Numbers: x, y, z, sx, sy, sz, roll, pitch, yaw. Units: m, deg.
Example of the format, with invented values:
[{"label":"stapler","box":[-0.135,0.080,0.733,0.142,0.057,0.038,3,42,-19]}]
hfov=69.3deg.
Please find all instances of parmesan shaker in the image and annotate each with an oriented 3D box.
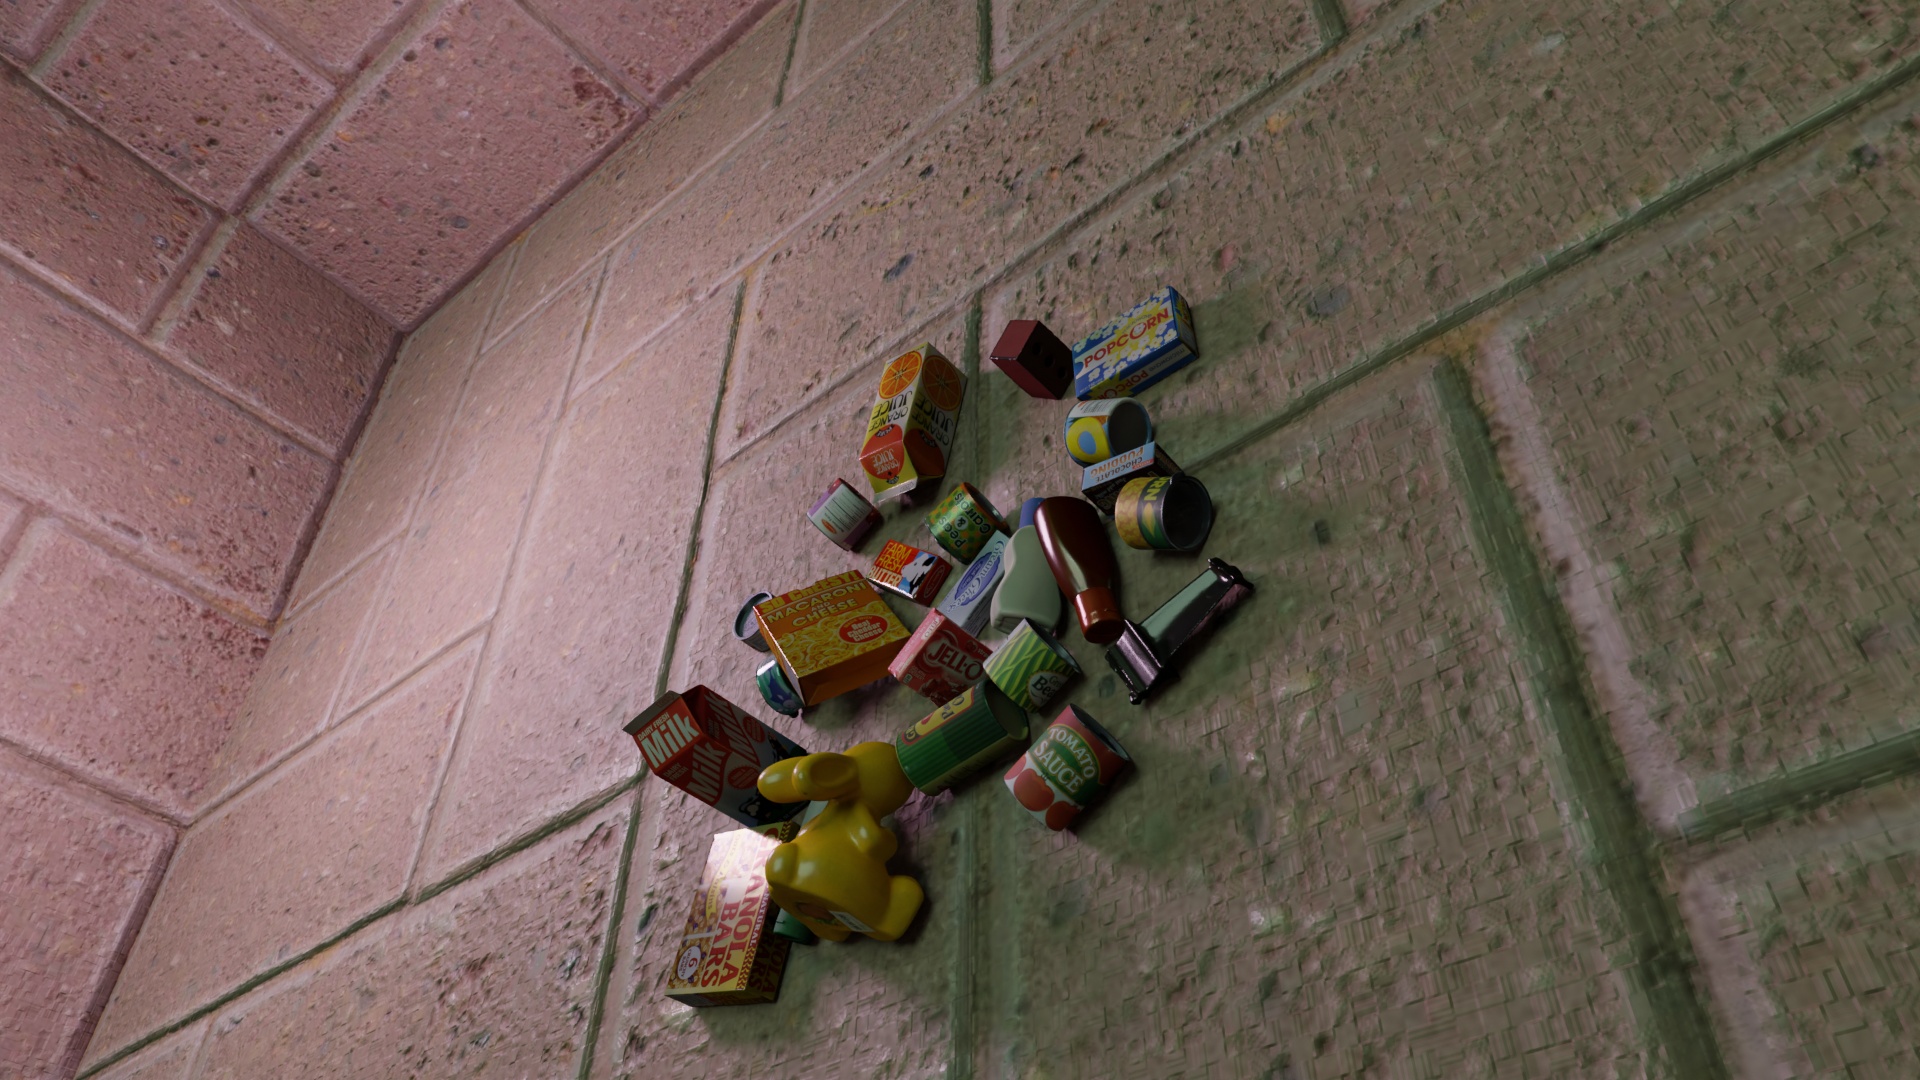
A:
[{"label":"parmesan shaker","box":[0.003,0.175,1.244,0.103,0.071,0.072,-35,37,21]}]

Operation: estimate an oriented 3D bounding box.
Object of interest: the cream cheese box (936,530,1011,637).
[{"label":"cream cheese box","box":[0.025,0.043,1.379,0.104,0.024,0.053,-53,35,-3]}]

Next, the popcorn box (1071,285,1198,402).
[{"label":"popcorn box","box":[0.177,-0.193,1.417,0.126,0.038,0.085,-30,40,28]}]

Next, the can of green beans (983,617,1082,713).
[{"label":"can of green beans","box":[0.062,0.111,1.232,0.058,0.071,0.071,-47,34,6]}]

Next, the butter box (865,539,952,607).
[{"label":"butter box","box":[-0.056,0.034,1.482,0.103,0.024,0.053,18,73,55]}]

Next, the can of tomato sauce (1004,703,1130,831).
[{"label":"can of tomato sauce","box":[0.086,0.185,1.131,0.083,0.071,0.071,-48,34,5]}]

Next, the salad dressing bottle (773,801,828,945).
[{"label":"salad dressing bottle","box":[-0.133,0.301,1.299,0.064,0.044,0.148,-9,52,46]}]

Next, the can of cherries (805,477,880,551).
[{"label":"can of cherries","box":[-0.135,-0.030,1.600,0.058,0.071,0.072,-49,34,3]}]

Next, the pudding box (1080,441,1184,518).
[{"label":"pudding box","box":[0.160,-0.055,1.293,0.083,0.049,0.030,-20,42,36]}]

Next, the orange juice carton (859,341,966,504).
[{"label":"orange juice carton","box":[-0.057,-0.126,1.593,0.071,0.073,0.193,-20,45,38]}]

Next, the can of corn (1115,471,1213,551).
[{"label":"can of corn","box":[0.178,-0.026,1.225,0.058,0.071,0.071,0,58,50]}]

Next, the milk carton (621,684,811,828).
[{"label":"milk carton","box":[-0.239,0.210,1.376,0.072,0.190,0.074,-39,35,17]}]

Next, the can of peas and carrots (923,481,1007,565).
[{"label":"can of peas and carrots","box":[0.005,-0.018,1.420,0.058,0.071,0.071,-44,34,10]}]

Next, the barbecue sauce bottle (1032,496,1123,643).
[{"label":"barbecue sauce bottle","box":[0.112,0.026,1.264,0.043,0.065,0.149,-58,33,38]}]

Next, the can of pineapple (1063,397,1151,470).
[{"label":"can of pineapple","box":[0.144,-0.103,1.346,0.058,0.071,0.071,0,59,50]}]

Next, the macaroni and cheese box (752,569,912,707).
[{"label":"macaroni and cheese box","box":[-0.132,0.096,1.444,0.124,0.040,0.167,-20,30,-16]}]

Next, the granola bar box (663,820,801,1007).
[{"label":"granola bar box","box":[-0.209,0.360,1.335,0.124,0.039,0.166,-19,44,39]}]

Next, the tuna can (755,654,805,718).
[{"label":"tuna can","box":[-0.183,0.152,1.482,0.032,0.071,0.071,-32,38,25]}]

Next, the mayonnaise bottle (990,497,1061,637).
[{"label":"mayonnaise bottle","box":[0.068,0.024,1.316,0.041,0.065,0.149,110,173,-49]}]

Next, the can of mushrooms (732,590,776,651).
[{"label":"can of mushrooms","box":[-0.232,0.093,1.622,0.071,0.033,0.071,-30,39,29]}]
